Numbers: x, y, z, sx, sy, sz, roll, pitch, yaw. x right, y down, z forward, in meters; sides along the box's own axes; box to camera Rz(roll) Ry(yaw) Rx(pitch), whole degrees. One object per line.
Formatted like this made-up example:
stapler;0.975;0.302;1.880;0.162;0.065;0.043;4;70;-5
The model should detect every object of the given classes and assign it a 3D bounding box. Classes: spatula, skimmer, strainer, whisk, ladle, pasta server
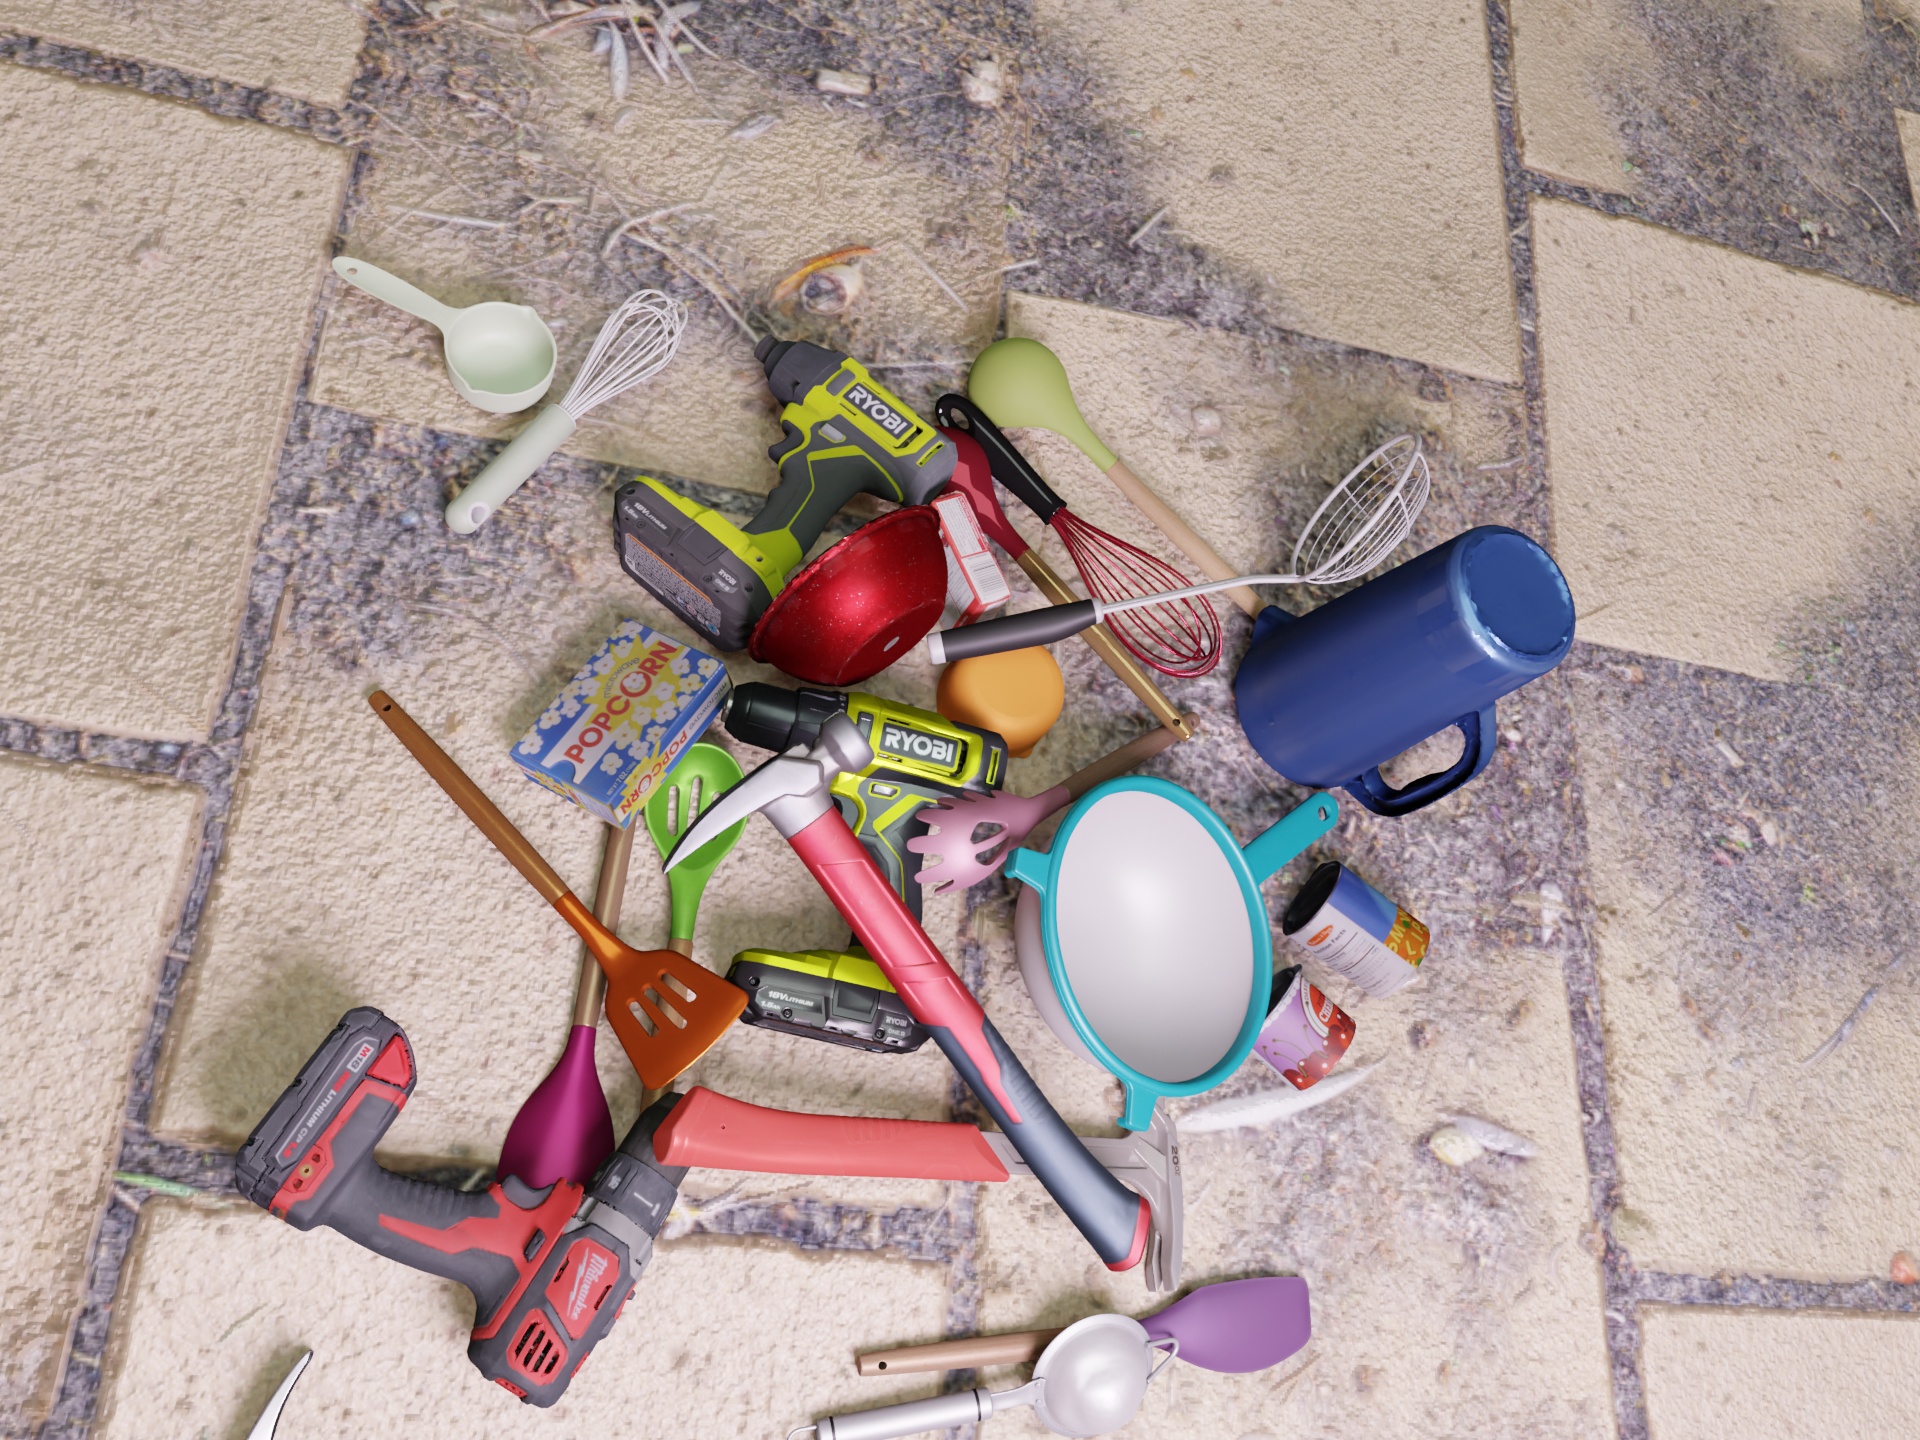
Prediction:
spatula;0.087;0.401;1.027;0.315;0.018;0.060;1;81;-18
skimmer;0.148;-0.118;1.109;0.363;0.127;0.090;-13;102;0
strainer;0.148;0.128;1.114;0.340;0.095;0.211;-27;93;-44
whisk;0.087;-0.144;1.209;0.296;0.073;0.073;45;64;7
spatula;-0.266;0.092;0.997;0.081;0.041;0.323;-42;79;-17
strainer;0.022;0.422;0.981;0.258;0.050;0.087;-6;104;-13
ladle;0.133;-0.179;1.253;0.320;0.062;0.078;43;78;-7
whisk;-0.279;-0.221;1.131;0.059;0.057;0.246;23;63;30
pasta server;0.078;0.043;1.096;0.316;0.040;0.060;-25;106;-49
ladle;0.063;-0.103;1.183;0.069;0.031;0.315;-42;82;-2

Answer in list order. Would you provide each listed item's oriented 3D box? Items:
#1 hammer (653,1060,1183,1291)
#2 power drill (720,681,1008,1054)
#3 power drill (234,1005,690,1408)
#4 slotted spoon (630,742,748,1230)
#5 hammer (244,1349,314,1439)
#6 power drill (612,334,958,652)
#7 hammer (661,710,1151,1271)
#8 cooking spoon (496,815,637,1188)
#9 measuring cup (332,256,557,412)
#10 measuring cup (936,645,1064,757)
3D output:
hammer;-0.015;0.278;0.993;0.358;0.036;0.149;11;66;-27
power drill;-0.080;0.090;1.042;0.190;0.080;0.229;15;72;-13
power drill;-0.273;0.256;0.918;0.226;0.080;0.188;35;60;-5
slotted spoon;-0.186;0.167;1.022;0.070;0.031;0.314;11;69;-16
hammer;-0.204;0.447;0.906;0.408;0.036;0.149;9;67;-15
power drill;-0.134;-0.170;1.128;0.171;0.080;0.223;39;64;9
hammer;-0.017;0.190;0.968;0.143;0.038;0.386;-36;98;-8
cooking spoon;-0.234;0.169;1.008;0.068;0.017;0.319;12;68;-14
measuring cup;-0.366;-0.275;1.124;0.167;0.038;0.083;28;64;-4
measuring cup;-0.002;-0.004;1.129;0.173;0.052;0.095;-28;81;-27
